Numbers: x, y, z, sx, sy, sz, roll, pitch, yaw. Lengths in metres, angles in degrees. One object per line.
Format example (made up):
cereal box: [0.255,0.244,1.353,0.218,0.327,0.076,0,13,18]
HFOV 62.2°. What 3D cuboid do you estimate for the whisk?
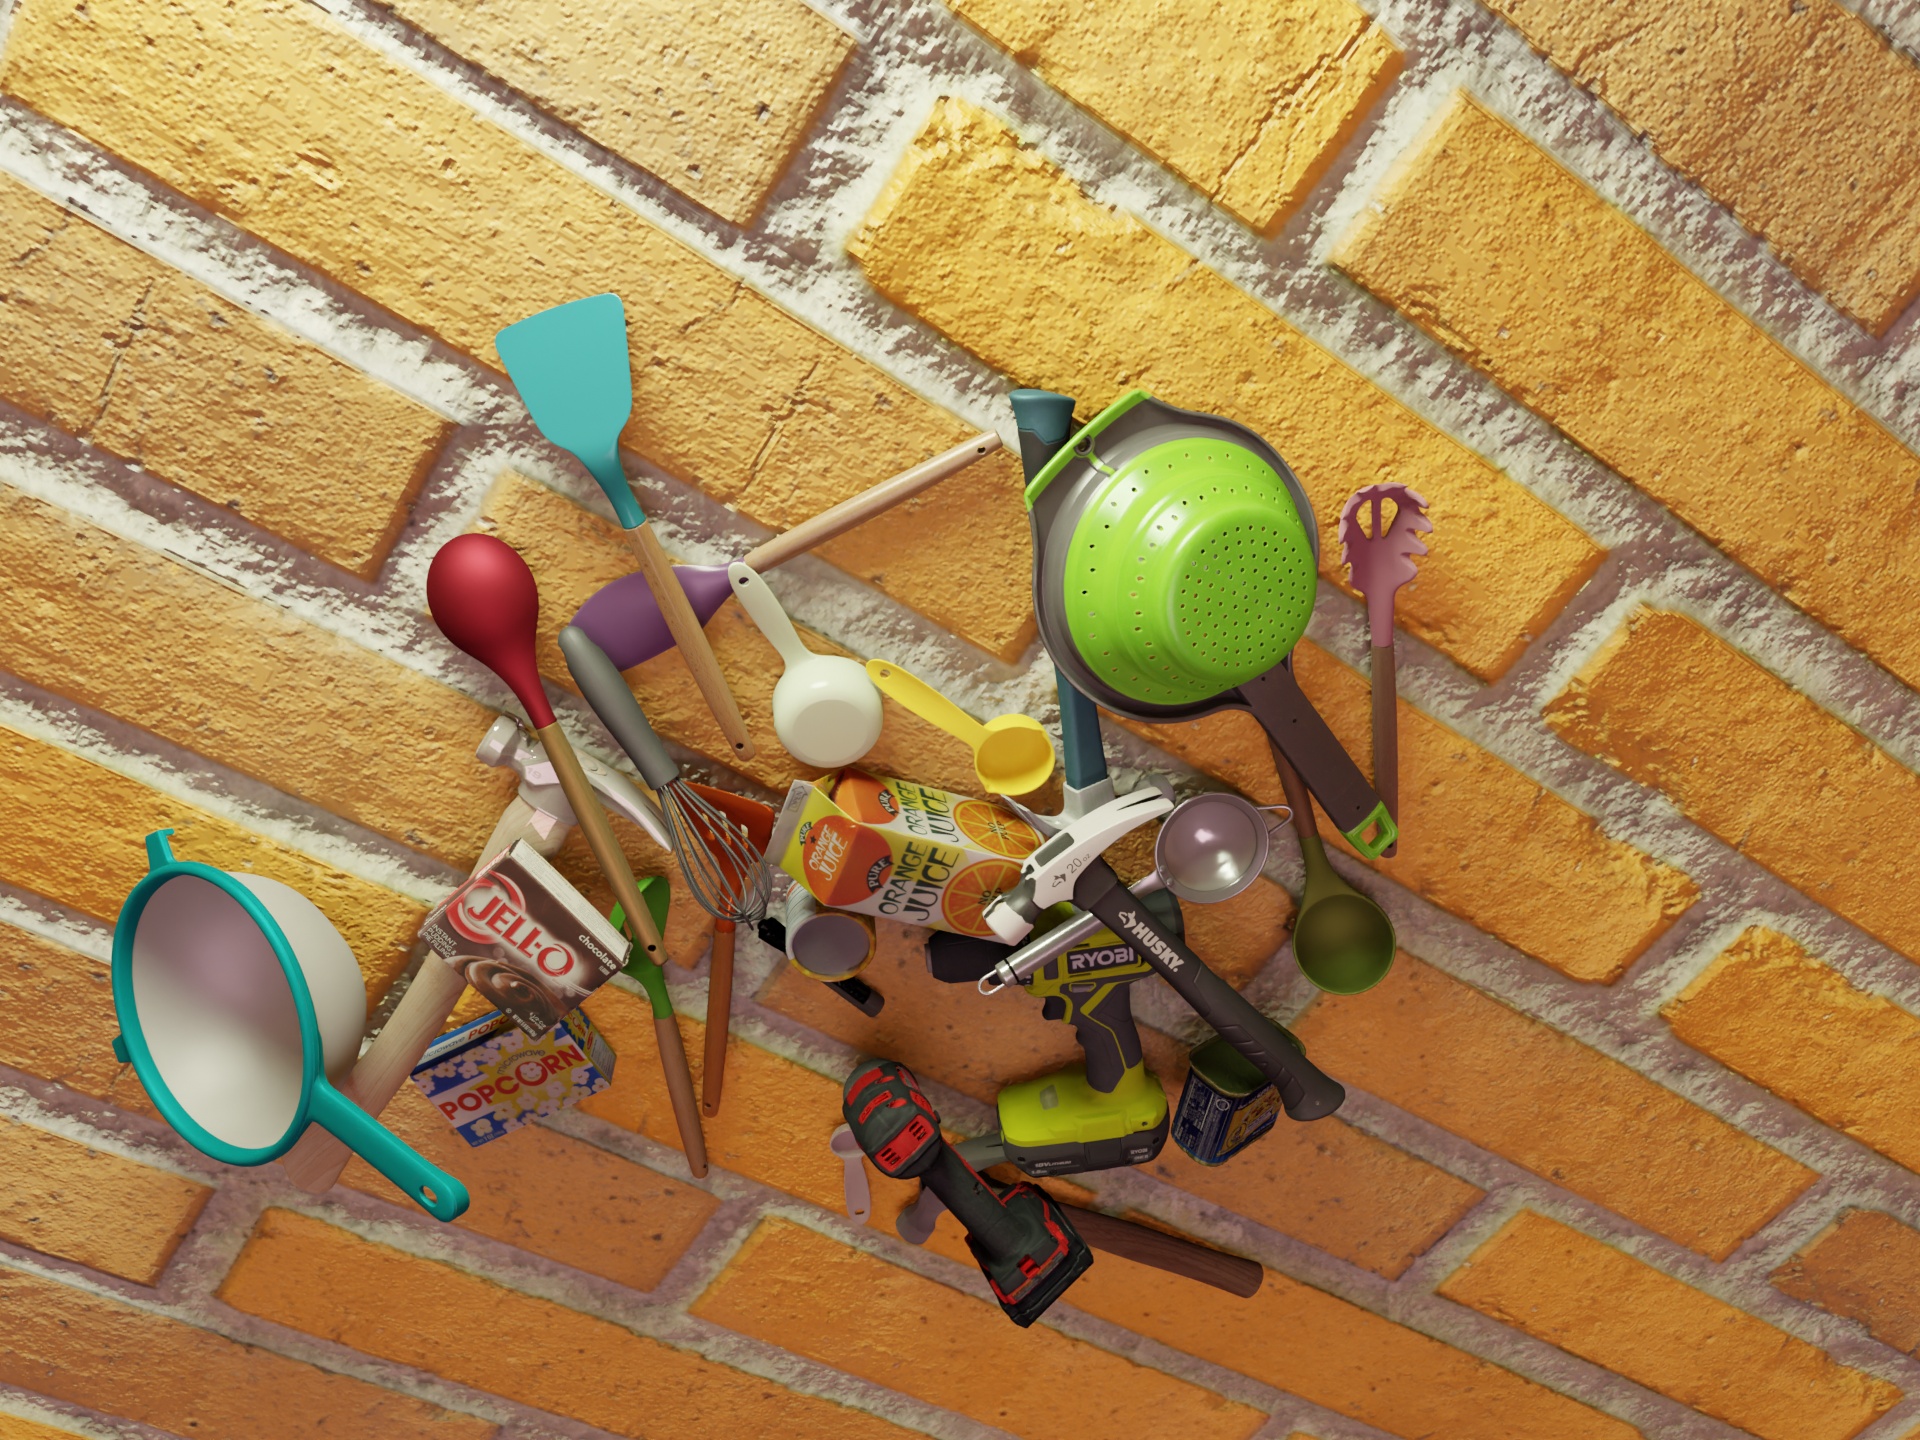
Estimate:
whisk: [-0.198,0.040,1.061,0.055,0.055,0.239,-29,102,10]

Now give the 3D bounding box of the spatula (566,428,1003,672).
spatula: [-0.116,-0.114,1.034,0.316,0.018,0.059,-25,117,9]

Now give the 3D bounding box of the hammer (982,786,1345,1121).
hammer: [0.175,0.186,1.143,0.146,0.035,0.334,-44,115,4]

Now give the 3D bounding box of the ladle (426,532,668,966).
ladle: [-0.262,0.026,1.046,0.069,0.031,0.315,-22,106,-1]

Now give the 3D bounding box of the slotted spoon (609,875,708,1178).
slotted spoon: [-0.223,0.242,1.209,0.031,0.070,0.313,12,128,23]

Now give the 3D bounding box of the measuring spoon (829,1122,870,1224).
measuring spoon: [-0.088,0.374,1.317,0.034,0.018,0.124,-6,127,-5]

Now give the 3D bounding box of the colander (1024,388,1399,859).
colander: [0.203,-0.032,1.038,0.204,0.095,0.396,-43,116,-5]

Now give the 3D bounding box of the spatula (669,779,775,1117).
spatula: [-0.180,0.177,1.176,0.081,0.041,0.322,15,120,11]

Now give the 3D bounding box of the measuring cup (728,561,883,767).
measuring cup: [-0.109,-0.034,1.059,0.083,0.038,0.167,-25,126,9]

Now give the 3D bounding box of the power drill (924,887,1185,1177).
power drill: [0.075,0.236,1.220,0.190,0.080,0.228,-7,117,-4]

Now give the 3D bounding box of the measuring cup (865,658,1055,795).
measuring cup: [-0.002,-0.004,1.105,0.156,0.029,0.062,34,111,-19]

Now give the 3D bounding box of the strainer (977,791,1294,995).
strainer: [0.122,0.124,1.144,0.258,0.050,0.086,-31,110,-7]

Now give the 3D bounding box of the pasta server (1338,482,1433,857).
pasta server: [0.299,-0.028,1.119,0.060,0.040,0.316,-7,121,7]

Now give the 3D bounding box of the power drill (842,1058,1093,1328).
power drill: [-0.006,0.349,1.222,0.078,0.143,0.219,-43,106,-5]

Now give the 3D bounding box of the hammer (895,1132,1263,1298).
hammer: [0.119,0.435,1.362,0.331,0.031,0.130,23,115,-18]

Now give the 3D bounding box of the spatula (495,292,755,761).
spatula: [-0.194,-0.108,1.013,0.082,0.044,0.317,-18,120,5]

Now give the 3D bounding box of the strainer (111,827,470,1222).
strainer: [-0.429,0.219,1.075,0.340,0.095,0.211,29,113,22]

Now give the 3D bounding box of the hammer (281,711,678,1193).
hammer: [-0.363,0.190,1.136,0.146,0.038,0.410,33,107,-11]

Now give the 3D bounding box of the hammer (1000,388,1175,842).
hammer: [0.073,-0.061,1.062,0.128,0.033,0.330,-22,118,-25]

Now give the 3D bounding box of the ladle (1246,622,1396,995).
ladle: [0.250,0.066,1.157,0.078,0.062,0.320,-20,117,2]
